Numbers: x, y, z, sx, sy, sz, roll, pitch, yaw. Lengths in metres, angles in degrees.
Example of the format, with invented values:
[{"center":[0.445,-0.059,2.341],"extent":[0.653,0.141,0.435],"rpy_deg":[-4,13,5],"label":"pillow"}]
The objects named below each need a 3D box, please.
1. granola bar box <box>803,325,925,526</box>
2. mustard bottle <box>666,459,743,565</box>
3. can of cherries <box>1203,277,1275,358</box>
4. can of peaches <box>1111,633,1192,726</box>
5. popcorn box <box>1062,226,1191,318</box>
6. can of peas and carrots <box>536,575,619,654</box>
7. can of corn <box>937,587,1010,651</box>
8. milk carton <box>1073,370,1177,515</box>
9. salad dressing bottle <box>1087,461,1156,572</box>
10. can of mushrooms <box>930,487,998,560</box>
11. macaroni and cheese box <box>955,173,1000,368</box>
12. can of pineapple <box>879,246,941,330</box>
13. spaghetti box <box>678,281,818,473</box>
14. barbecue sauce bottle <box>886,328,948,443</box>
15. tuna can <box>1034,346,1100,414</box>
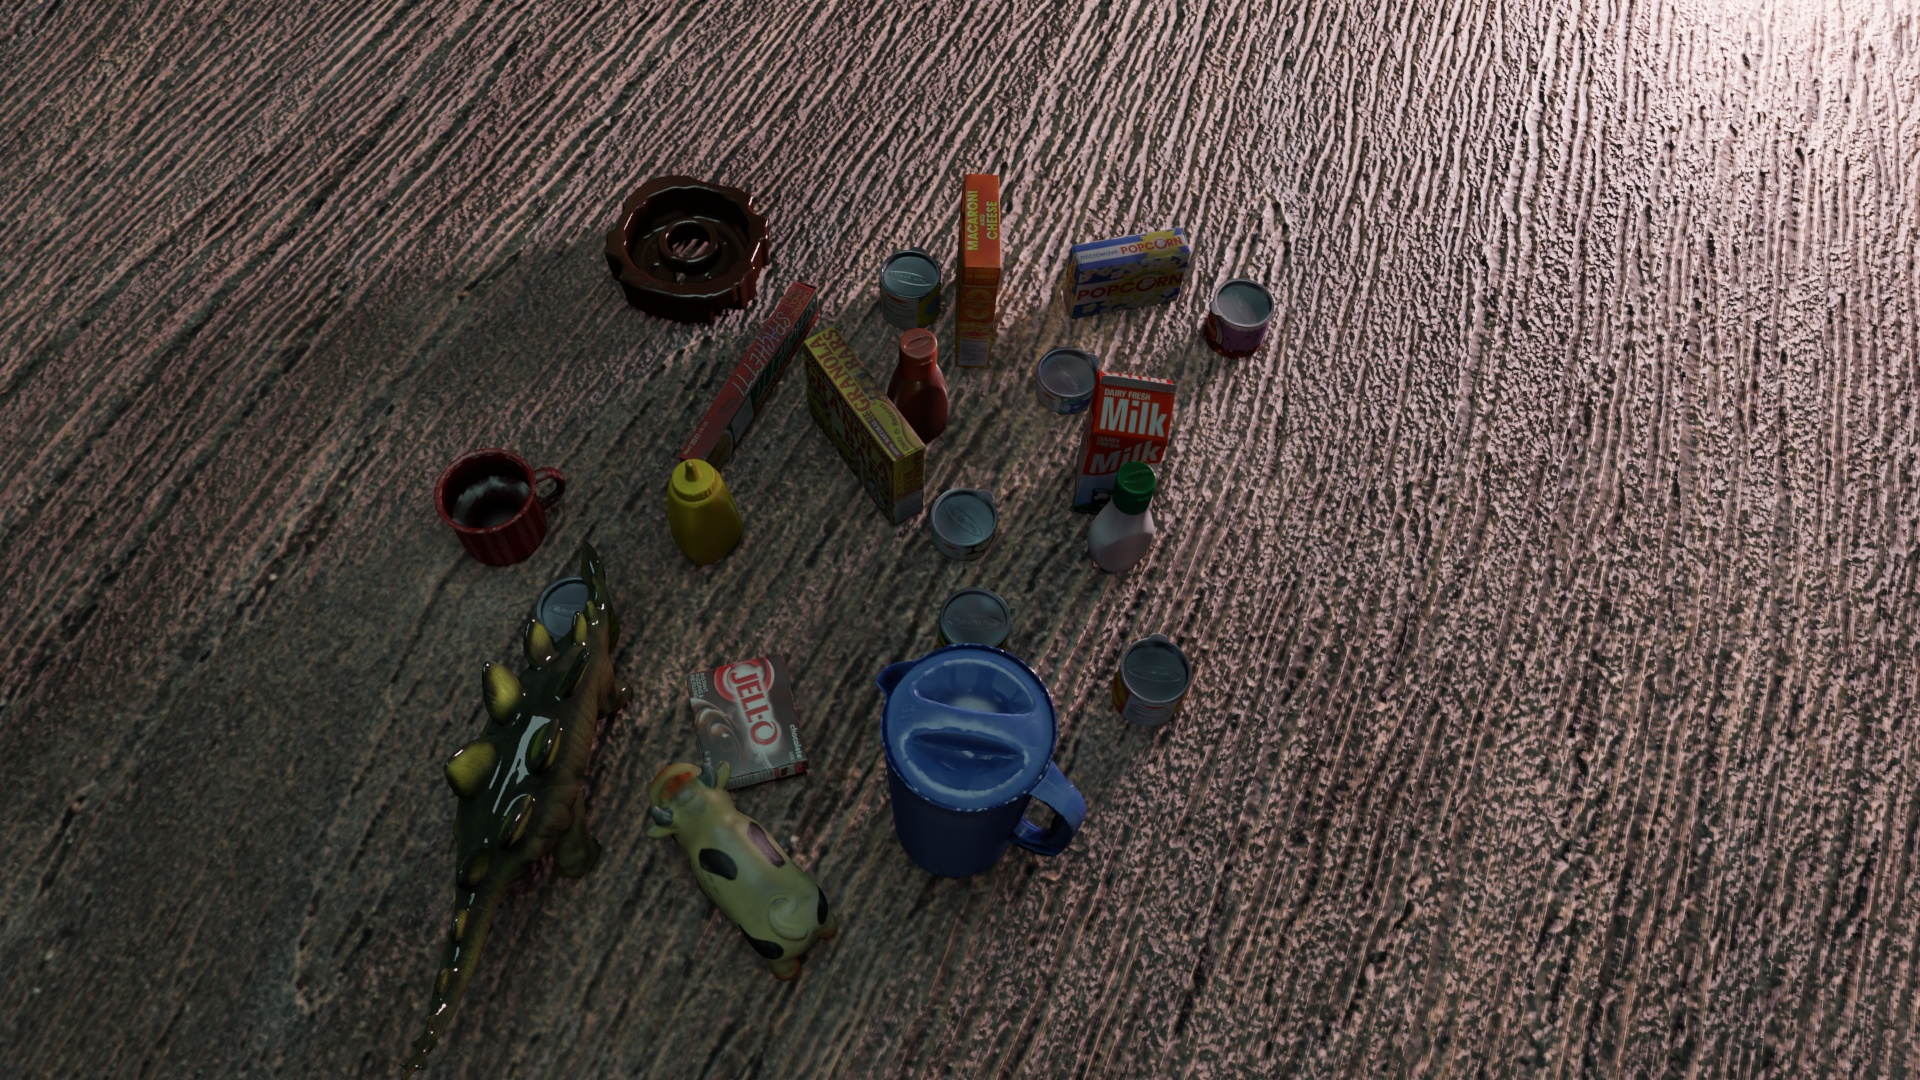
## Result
[{"center":[-0.096,-0.111,1.364],"extent":[0.039,0.123,0.166],"rpy_deg":[-29,66,-18],"label":"granola bar box"},{"center":[-0.242,-0.035,1.293],"extent":[0.065,0.159,0.049],"rpy_deg":[-34,68,-19],"label":"mustard bottle"},{"center":[0.296,-0.238,1.494],"extent":[0.071,0.058,0.072],"rpy_deg":[1,61,-2],"label":"can of cherries"},{"center":[0.176,0.129,1.282],"extent":[0.071,0.057,0.071],"rpy_deg":[1,61,-2],"label":"can of peaches"},{"center":[0.178,-0.288,1.501],"extent":[0.127,0.084,0.038],"rpy_deg":[-11,62,-9],"label":"popcorn box"},{"center":[-0.352,0.077,1.282],"extent":[0.071,0.058,0.071],"rpy_deg":[1,61,-2],"label":"can of peas and carrots"},{"center":[0.012,0.088,1.296],"extent":[0.071,0.058,0.071],"rpy_deg":[1,61,-2],"label":"can of corn"},{"center":[0.157,-0.100,1.333],"extent":[0.072,0.189,0.074],"rpy_deg":[7,61,1],"label":"milk carton"},{"center":[0.156,-0.022,1.314],"extent":[0.064,0.147,0.044],"rpy_deg":[-14,63,-11],"label":"salad dressing bottle"},{"center":[0.005,-0.017,1.369],"extent":[0.071,0.033,0.071],"rpy_deg":[1,61,-2],"label":"can of mushrooms"},{"center":[0.016,-0.276,1.439],"extent":[0.040,0.165,0.124],"rpy_deg":[1,61,-2],"label":"macaroni and cheese box"},{"center":[-0.053,-0.270,1.494],"extent":[0.071,0.057,0.071],"rpy_deg":[1,61,-2],"label":"can of pineapple"},{"center":[-0.213,-0.163,1.429],"extent":[0.029,0.050,0.251],"rpy_deg":[22,62,9],"label":"spaghetti box"},{"center":[-0.043,-0.151,1.375],"extent":[0.065,0.147,0.044],"rpy_deg":[-23,65,-15],"label":"barbecue sauce bottle"},{"center":[0.114,-0.169,1.460],"extent":[0.071,0.032,0.071],"rpy_deg":[1,61,-2],"label":"tuna can"}]
